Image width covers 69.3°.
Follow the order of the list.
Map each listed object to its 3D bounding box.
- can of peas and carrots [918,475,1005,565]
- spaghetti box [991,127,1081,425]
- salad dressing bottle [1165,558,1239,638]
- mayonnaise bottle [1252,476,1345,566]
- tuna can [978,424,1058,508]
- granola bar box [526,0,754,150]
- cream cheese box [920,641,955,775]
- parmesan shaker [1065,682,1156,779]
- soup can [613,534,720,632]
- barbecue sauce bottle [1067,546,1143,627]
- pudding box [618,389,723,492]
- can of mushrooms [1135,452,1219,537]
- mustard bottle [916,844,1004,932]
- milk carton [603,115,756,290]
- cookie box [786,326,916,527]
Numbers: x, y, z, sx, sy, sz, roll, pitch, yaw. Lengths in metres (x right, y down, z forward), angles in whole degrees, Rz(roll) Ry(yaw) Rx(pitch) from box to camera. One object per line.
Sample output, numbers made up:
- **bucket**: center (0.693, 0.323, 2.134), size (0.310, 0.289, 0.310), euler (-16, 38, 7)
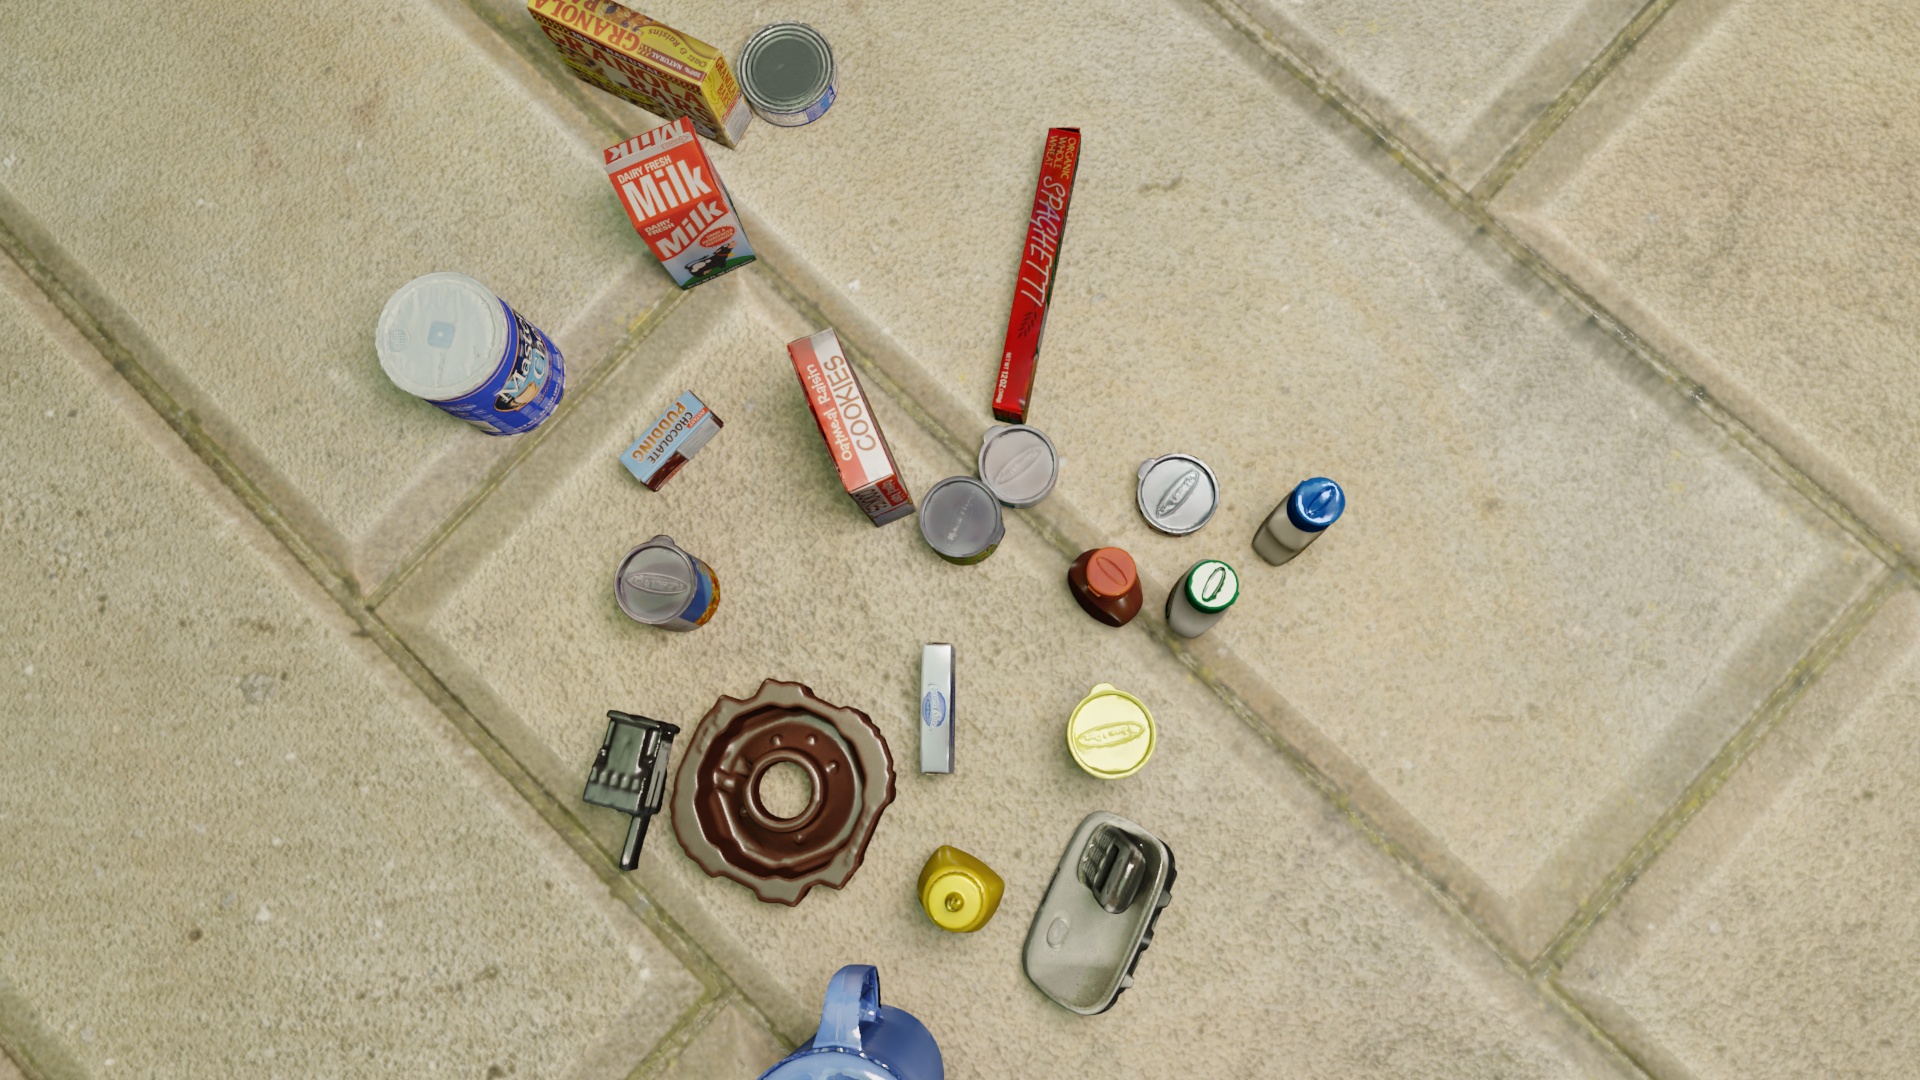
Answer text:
- **can of peas and carrots**: center (0.004, -0.014, 1.128), size (0.071, 0.058, 0.071), euler (-1, 81, 4)
- **spaghetti box**: center (0.065, -0.221, 1.160), size (0.029, 0.050, 0.250), euler (11, 82, 5)
- **salad dressing bottle**: center (0.186, 0.041, 1.063), size (0.044, 0.147, 0.064), euler (30, 85, 7)
- **mayonnaise bottle**: center (0.263, -0.017, 1.067), size (0.041, 0.148, 0.065), euler (44, 87, 8)
- **tuna can**: center (0.046, -0.062, 1.146), size (0.071, 0.033, 0.071), euler (-1, 81, 3)
- **granola bar box**: center (-0.267, -0.401, 1.171), size (0.166, 0.124, 0.039), euler (26, 84, 7)
- **cream cheese box**: center (-0.018, 0.134, 1.109), size (0.024, 0.053, 0.104), euler (0, 81, 4)
- **parmesan shaker**: center (0.114, 0.147, 1.073), size (0.071, 0.103, 0.071), euler (-1, 82, 4)
- **soup can**: center (-0.234, 0.036, 1.122), size (0.071, 0.083, 0.071), euler (-1, 82, 4)
- **barbecue sauce bottle**: center (0.113, 0.033, 1.068), size (0.065, 0.148, 0.044), euler (44, 87, 8)
- **pudding box**: center (-0.241, -0.082, 1.158), size (0.030, 0.049, 0.084), euler (44, 86, 8)
- **can of mushrooms**: center (0.175, -0.038, 1.133), size (0.071, 0.033, 0.071), euler (-1, 81, 3)
- **mustard bottle**: center (-0.003, 0.262, 1.034), size (0.065, 0.160, 0.049), euler (30, 85, 7)
- **milk carton**: center (-0.227, -0.275, 1.116), size (0.072, 0.190, 0.073), euler (-23, 81, 0)
- **cookie box**: center (-0.083, -0.084, 1.089), size (0.040, 0.167, 0.123), euler (-24, 81, 0)
